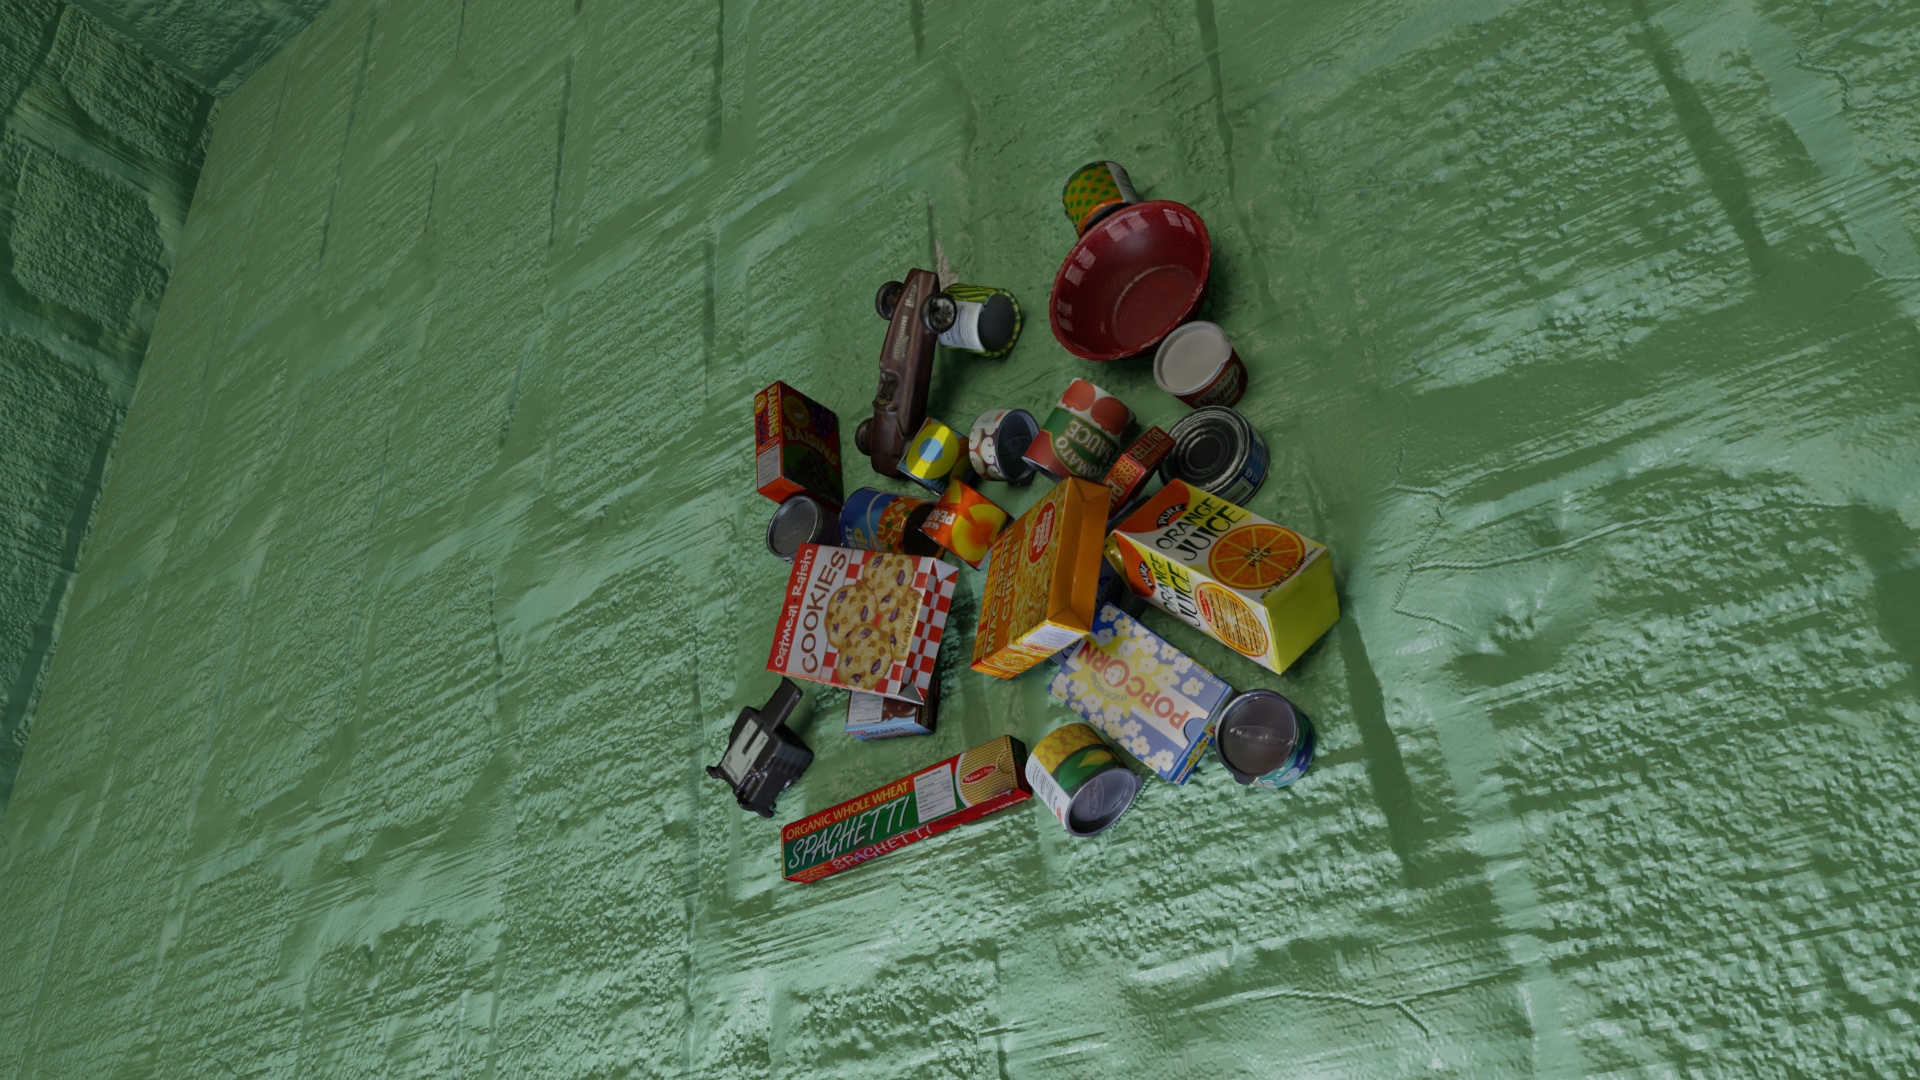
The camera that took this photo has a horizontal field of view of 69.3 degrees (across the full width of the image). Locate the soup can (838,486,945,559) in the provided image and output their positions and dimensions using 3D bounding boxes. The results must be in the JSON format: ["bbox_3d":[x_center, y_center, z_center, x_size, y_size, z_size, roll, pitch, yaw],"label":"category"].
[{"bbox_3d":[-0.062,-0.009,1.285,0.084,0.071,0.071,12,75,42],"label":"soup can"}]

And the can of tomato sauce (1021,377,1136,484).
[{"bbox_3d":[0.103,-0.088,1.192,0.071,0.071,0.083,32,88,45],"label":"can of tomato sauce"}]

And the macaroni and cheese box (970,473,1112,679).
[{"bbox_3d":[0.063,0.034,1.119,0.166,0.040,0.124,137,147,-63],"label":"macaroni and cheese box"}]

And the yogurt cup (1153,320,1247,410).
[{"bbox_3d":[0.201,-0.140,1.150,0.072,0.054,0.073,-19,56,31],"label":"yogurt cup"}]

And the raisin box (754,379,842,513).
[{"bbox_3d":[-0.164,-0.089,1.398,0.040,0.086,0.124,-29,51,31],"label":"raisin box"}]

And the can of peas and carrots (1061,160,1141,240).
[{"bbox_3d":[0.132,-0.307,1.290,0.071,0.071,0.059,-34,50,21],"label":"can of peas and carrots"}]

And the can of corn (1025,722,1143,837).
[{"bbox_3d":[0.094,0.180,1.057,0.071,0.071,0.058,-50,46,6],"label":"can of corn"}]

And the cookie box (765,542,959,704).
[{"bbox_3d":[-0.090,0.070,1.232,0.167,0.040,0.123,6,77,40],"label":"cookie box"}]

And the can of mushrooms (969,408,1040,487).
[{"bbox_3d":[0.041,-0.083,1.244,0.033,0.071,0.071,4,70,41],"label":"can of mushrooms"}]

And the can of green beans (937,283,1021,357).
[{"bbox_3d":[0.016,-0.212,1.332,0.058,0.071,0.071,15,77,42],"label":"can of green beans"}]

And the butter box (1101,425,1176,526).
[{"bbox_3d":[0.132,-0.044,1.123,0.024,0.053,0.103,42,139,10],"label":"butter box"}]

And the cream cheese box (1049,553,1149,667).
[{"bbox_3d":[0.113,0.062,1.133,0.104,0.024,0.053,-54,45,2],"label":"cream cheese box"}]

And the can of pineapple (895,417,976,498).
[{"bbox_3d":[-0.016,-0.073,1.284,0.071,0.071,0.058,30,88,44],"label":"can of pineapple"}]

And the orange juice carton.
[{"bbox_3d":[0.185,0.017,1.050,0.072,0.072,0.193,-38,42,-21],"label":"orange juice carton"}]

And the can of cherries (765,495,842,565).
[{"bbox_3d":[-0.146,0.000,1.355,0.071,0.058,0.072,-18,56,30],"label":"can of cherries"}]

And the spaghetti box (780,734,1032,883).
[{"bbox_3d":[-0.051,0.230,1.172,0.249,0.028,0.050,-26,53,26],"label":"spaghetti box"}]

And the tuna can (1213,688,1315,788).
[{"bbox_3d":[0.218,0.145,0.996,0.071,0.033,0.071,-19,56,31],"label":"tuna can"}]

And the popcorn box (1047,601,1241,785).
[{"bbox_3d":[0.139,0.115,1.057,0.127,0.038,0.085,35,91,34],"label":"popcorn box"}]

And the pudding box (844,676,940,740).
[{"bbox_3d":[-0.060,0.147,1.224,0.083,0.030,0.050,-12,59,34],"label":"pudding box"}]

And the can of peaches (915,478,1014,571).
[{"bbox_3d":[0.004,-0.015,1.232,0.058,0.071,0.071,-55,45,1],"label":"can of peaches"}]
